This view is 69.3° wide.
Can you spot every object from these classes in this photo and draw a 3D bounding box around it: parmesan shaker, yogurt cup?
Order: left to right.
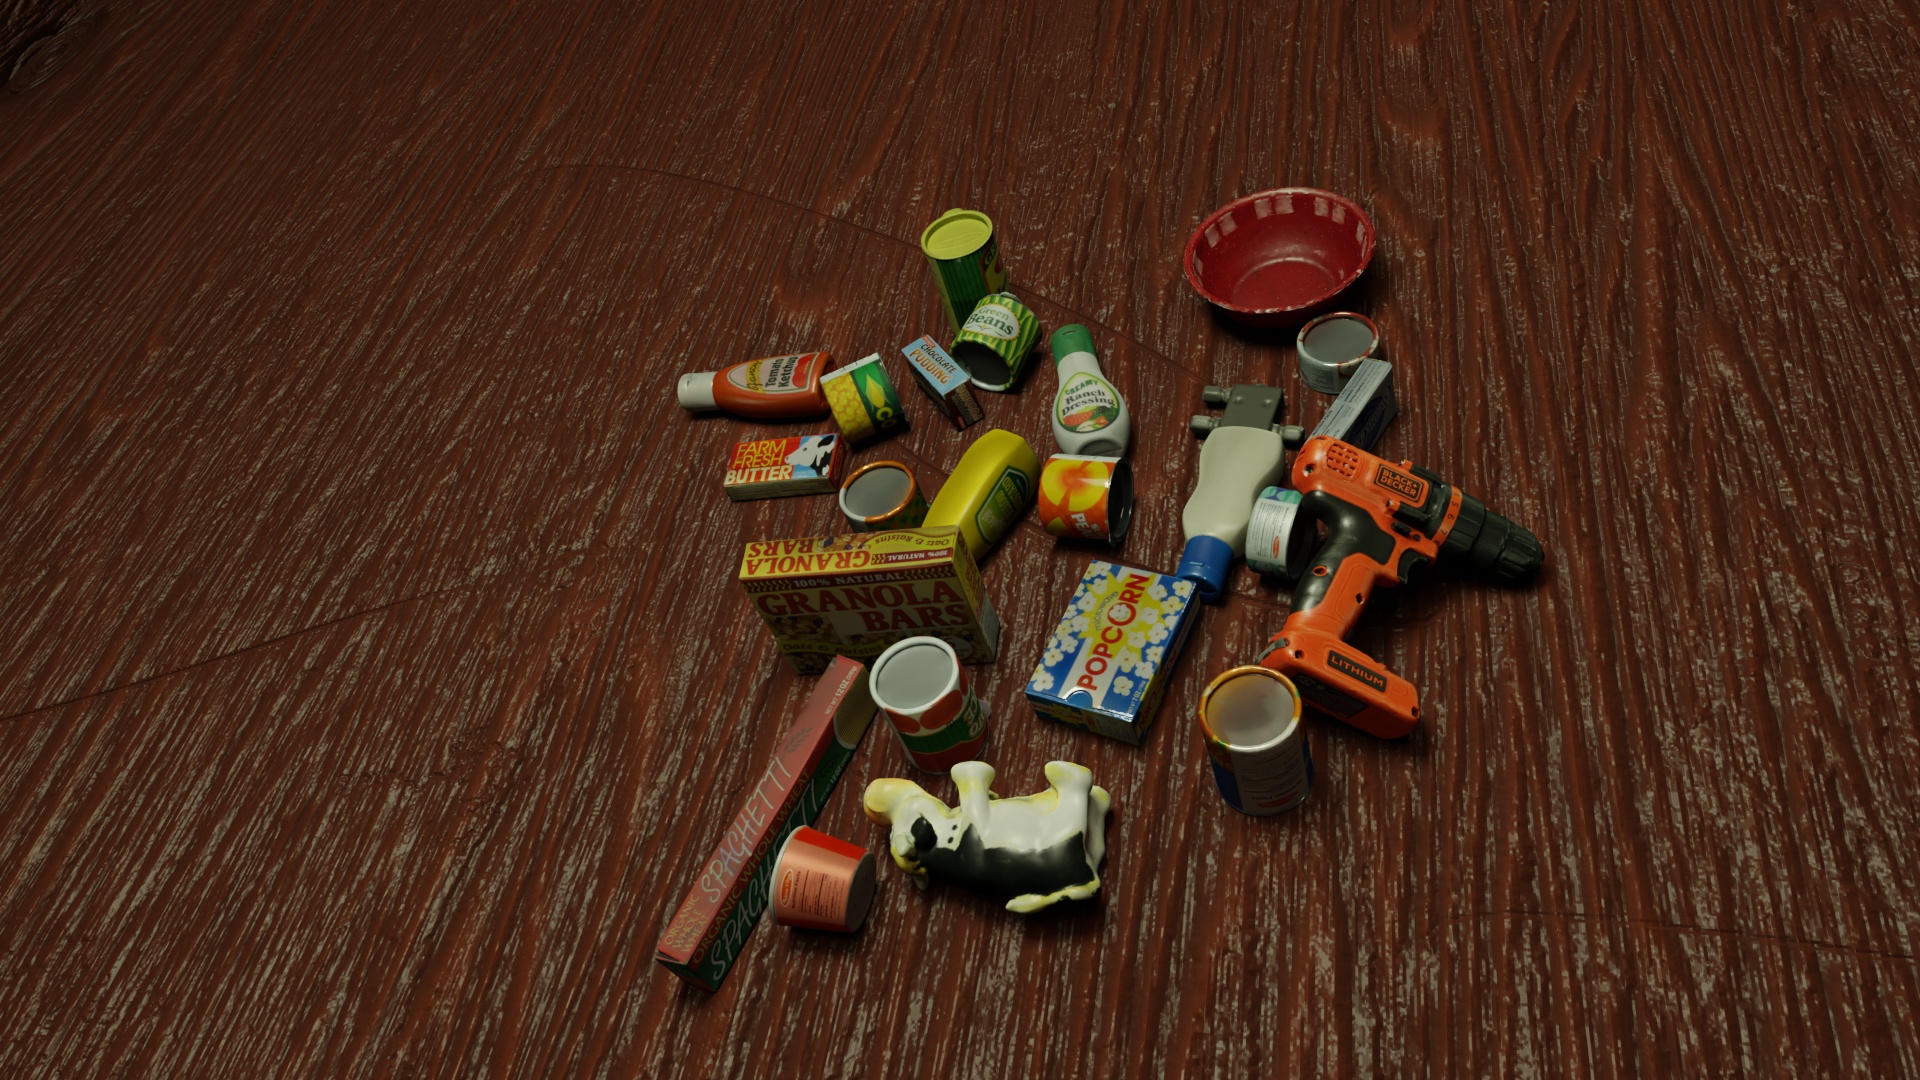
[{"bbox_3d":[-0.091,0.231,0.935,0.054,0.072,0.073,9,54,16],"label":"yogurt cup"},{"bbox_3d":[0.009,-0.244,1.278,0.071,0.102,0.072,-10,49,12],"label":"parmesan shaker"}]

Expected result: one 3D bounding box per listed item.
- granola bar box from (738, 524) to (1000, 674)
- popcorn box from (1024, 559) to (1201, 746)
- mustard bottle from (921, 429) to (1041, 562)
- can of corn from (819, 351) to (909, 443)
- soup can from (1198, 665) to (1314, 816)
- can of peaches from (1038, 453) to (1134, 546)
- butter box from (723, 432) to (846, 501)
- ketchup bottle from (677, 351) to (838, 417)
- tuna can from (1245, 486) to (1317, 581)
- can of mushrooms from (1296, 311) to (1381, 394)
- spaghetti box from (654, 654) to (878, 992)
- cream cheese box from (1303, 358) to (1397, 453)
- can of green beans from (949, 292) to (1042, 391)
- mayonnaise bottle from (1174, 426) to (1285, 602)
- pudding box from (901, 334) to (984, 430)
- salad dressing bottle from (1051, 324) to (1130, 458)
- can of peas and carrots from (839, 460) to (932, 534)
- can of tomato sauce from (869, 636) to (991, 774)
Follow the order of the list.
[{"bbox_3d":[-0.066,0.047,1.041,0.165,0.123,0.039,-5,49,16],"label":"granola bar box"},{"bbox_3d":[0.113,0.079,1.009,0.085,0.038,0.127,13,56,27],"label":"popcorn box"},{"bbox_3d":[0.004,-0.014,1.113,0.049,0.065,0.161,19,65,38],"label":"mustard bottle"},{"bbox_3d":[-0.085,-0.124,1.236,0.058,0.071,0.071,-24,47,0],"label":"can of corn"},{"bbox_3d":[0.192,0.129,0.907,0.071,0.083,0.072,-10,48,12],"label":"soup can"},{"bbox_3d":[0.099,-0.032,1.090,0.058,0.071,0.071,6,53,24],"label":"can of peaches"},{"bbox_3d":[-0.157,-0.065,1.237,0.103,0.024,0.053,-4,50,16],"label":"butter box"},{"bbox_3d":[-0.191,-0.143,1.303,0.149,0.043,0.065,-2,51,19],"label":"ketchup bottle"},{"bbox_3d":[0.237,-0.005,1.020,0.033,0.070,0.071,13,56,29],"label":"tuna can"},{"bbox_3d":[0.313,-0.156,1.142,0.071,0.033,0.071,-11,48,12],"label":"can of mushrooms"},{"bbox_3d":[-0.130,0.196,0.986,0.029,0.050,0.251,12,56,29],"label":"spaghetti box"},{"bbox_3d":[0.302,-0.088,1.073,0.024,0.053,0.104,22,61,35],"label":"cream cheese box"},{"bbox_3d":[0.031,-0.175,1.236,0.071,0.071,0.058,14,57,29],"label":"can of green beans"},{"bbox_3d":[0.201,-0.021,1.062,0.065,0.041,0.149,8,55,27],"label":"mayonnaise bottle"},{"bbox_3d":[-0.016,-0.141,1.235,0.030,0.049,0.084,-33,48,-7],"label":"pudding box"},{"bbox_3d":[0.105,-0.124,1.181,0.064,0.043,0.148,-14,48,6],"label":"salad dressing bottle"},{"bbox_3d":[-0.058,-0.025,1.144,0.071,0.058,0.071,-10,49,12],"label":"can of peas and carrots"},{"bbox_3d":[-0.020,0.117,0.992,0.071,0.082,0.071,-10,49,12],"label":"can of tomato sauce"}]
